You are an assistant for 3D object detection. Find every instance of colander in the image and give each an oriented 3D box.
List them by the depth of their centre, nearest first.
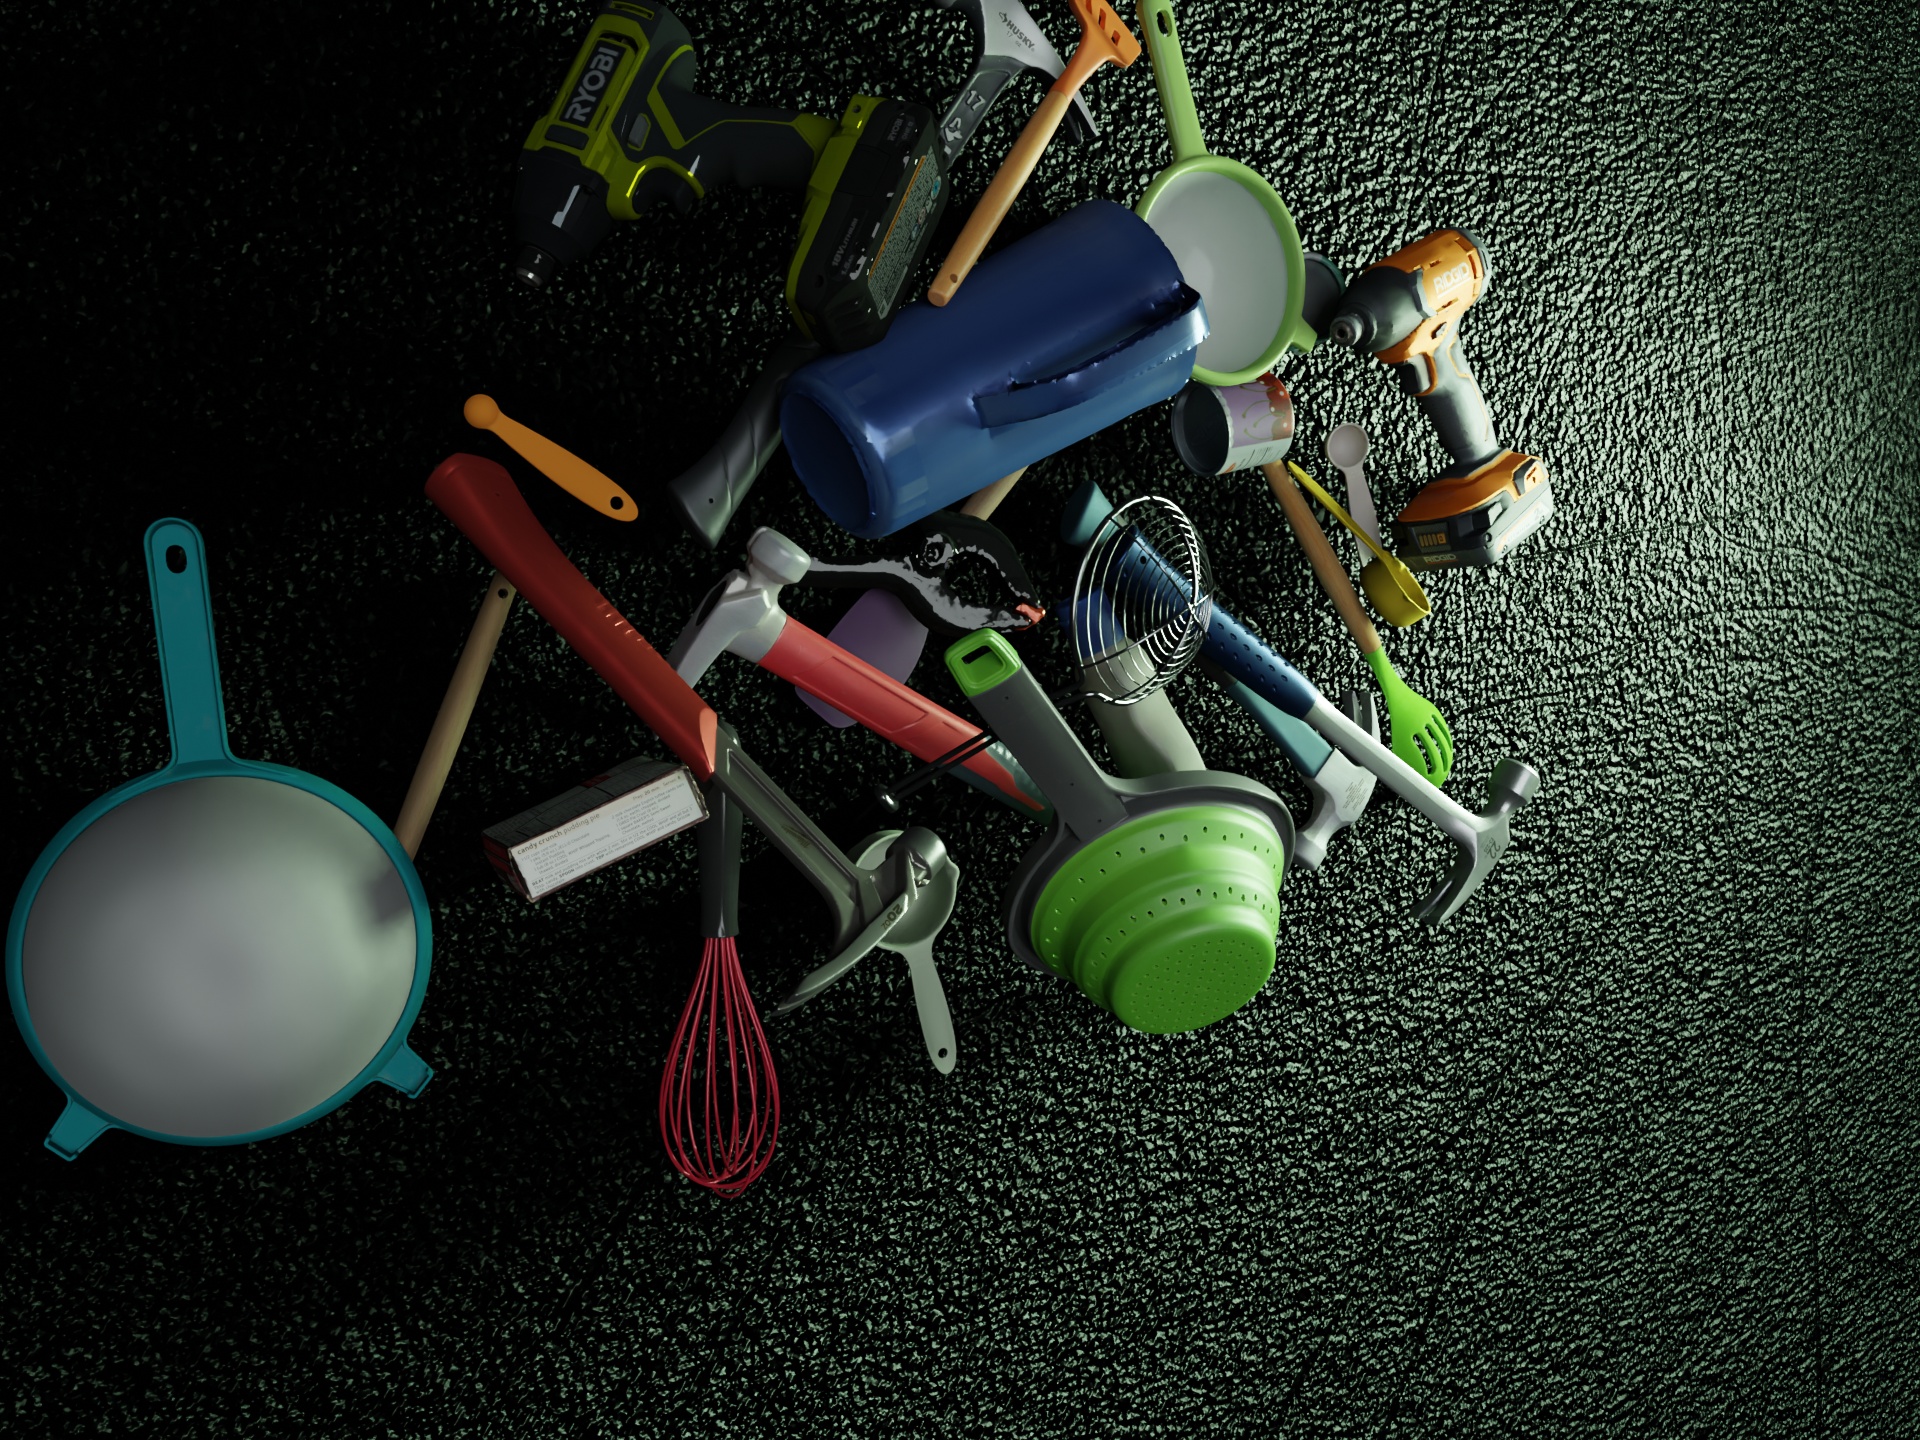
[{"bbox_3d":[0.100,0.090,0.971,0.204,0.095,0.396,-30,135,9],"label":"colander"}]

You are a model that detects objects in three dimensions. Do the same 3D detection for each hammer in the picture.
[{"bbox_3d":[-0.170,-0.006,0.881,0.359,0.036,0.149,46,44,2],"label":"hammer"},{"bbox_3d":[-0.058,-0.283,0.999,0.149,0.036,0.409,36,79,-24],"label":"hammer"},{"bbox_3d":[-0.012,0.029,1.032,0.386,0.038,0.143,31,101,-29],"label":"hammer"},{"bbox_3d":[0.251,-0.001,1.129,0.405,0.035,0.144,35,80,-23],"label":"hammer"},{"bbox_3d":[0.186,-0.041,1.134,0.330,0.033,0.128,44,76,-22],"label":"hammer"}]

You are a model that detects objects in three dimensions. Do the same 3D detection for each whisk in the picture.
[{"bbox_3d":[-0.146,0.147,0.958,0.073,0.073,0.296,-3,99,-26],"label":"whisk"}]

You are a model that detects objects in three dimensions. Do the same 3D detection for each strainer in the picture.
[{"bbox_3d":[-0.389,0.065,0.819,0.211,0.095,0.340,-7,97,-19],"label":"strainer"},{"bbox_3d":[0.143,-0.349,1.070,0.151,0.069,0.256,-21,102,-28],"label":"strainer"}]

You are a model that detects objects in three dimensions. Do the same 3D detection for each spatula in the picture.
[{"bbox_3d":[0.045,-0.364,0.984,0.081,0.041,0.323,42,58,-25],"label":"spatula"},{"bbox_3d":[0.004,-0.126,1.048,0.059,0.018,0.316,40,78,-18],"label":"spatula"}]

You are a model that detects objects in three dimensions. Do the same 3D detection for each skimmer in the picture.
[{"bbox_3d":[-0.002,-0.003,0.979,0.363,0.090,0.127,-32,136,11],"label":"skimmer"}]

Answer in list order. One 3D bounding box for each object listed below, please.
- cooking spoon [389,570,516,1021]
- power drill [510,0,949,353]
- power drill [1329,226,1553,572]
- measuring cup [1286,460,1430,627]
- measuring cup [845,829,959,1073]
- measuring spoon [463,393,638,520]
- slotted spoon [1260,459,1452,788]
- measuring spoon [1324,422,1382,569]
[{"bbox_3d":[-0.314,0.063,0.907,0.068,0.017,0.319,22,85,-20],"label":"cooking spoon"},{"bbox_3d":[-0.134,-0.295,0.885,0.223,0.080,0.171,21,81,13],"label":"power drill"},{"bbox_3d":[0.341,-0.226,1.150,0.164,0.084,0.226,-33,109,-36],"label":"power drill"},{"bbox_3d":[0.285,-0.128,1.169,0.156,0.062,0.029,43,119,-12],"label":"measuring cup"},{"bbox_3d":[-0.034,0.151,1.040,0.083,0.038,0.167,-19,104,-23],"label":"measuring cup"},{"bbox_3d":[-0.238,-0.153,0.932,0.116,0.011,0.021,35,79,-24],"label":"measuring spoon"},{"bbox_3d":[0.295,-0.074,1.188,0.070,0.031,0.313,-42,109,-31],"label":"slotted spoon"},{"bbox_3d":[0.296,-0.163,1.191,0.034,0.018,0.124,-21,110,-10],"label":"measuring spoon"}]
